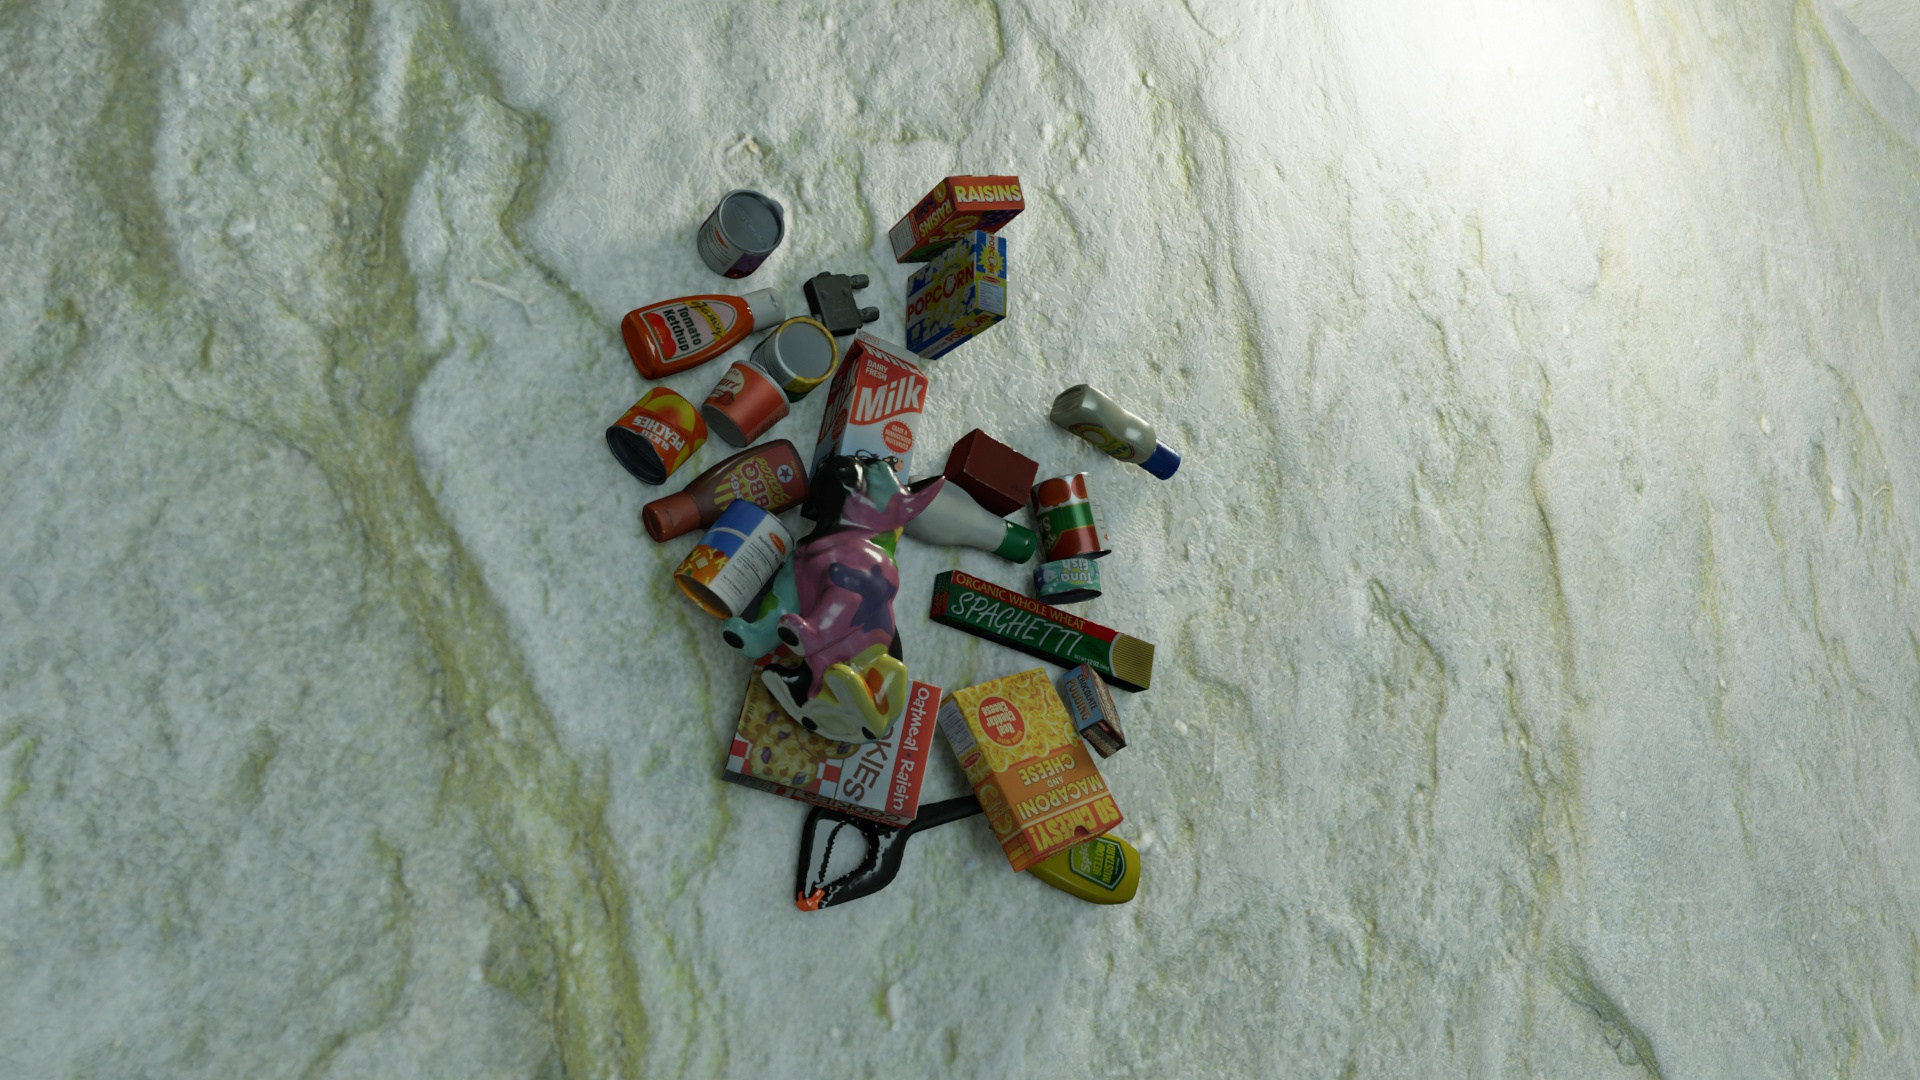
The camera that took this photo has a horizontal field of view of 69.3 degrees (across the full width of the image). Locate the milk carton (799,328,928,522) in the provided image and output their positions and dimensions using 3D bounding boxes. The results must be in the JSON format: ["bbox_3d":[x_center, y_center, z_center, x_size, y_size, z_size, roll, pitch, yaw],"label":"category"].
[{"bbox_3d":[-0.086,-0.106,1.305,0.072,0.073,0.191,22,65,-24],"label":"milk carton"}]

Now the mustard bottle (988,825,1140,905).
[{"bbox_3d":[0.095,0.296,1.307,0.160,0.048,0.065,24,60,-23],"label":"mustard bottle"}]

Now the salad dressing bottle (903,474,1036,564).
[{"bbox_3d":[0.005,-0.017,1.352,0.147,0.044,0.064,22,63,-25],"label":"salad dressing bottle"}]

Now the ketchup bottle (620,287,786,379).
[{"bbox_3d":[-0.230,-0.195,1.264,0.149,0.043,0.064,-25,89,-35],"label":"ketchup bottle"}]

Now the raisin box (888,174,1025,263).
[{"bbox_3d":[-0.004,-0.321,1.390,0.086,0.123,0.040,-10,81,-32],"label":"raisin box"}]

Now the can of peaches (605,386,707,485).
[{"bbox_3d":[-0.260,-0.091,1.197,0.071,0.071,0.058,47,57,-11],"label":"can of peaches"}]

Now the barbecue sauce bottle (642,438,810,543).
[{"bbox_3d":[-0.208,-0.039,1.229,0.149,0.043,0.064,-24,99,-34],"label":"barbecue sauce bottle"}]

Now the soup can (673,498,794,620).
[{"bbox_3d":[-0.193,0.016,1.171,0.071,0.071,0.084,42,64,-14],"label":"soup can"}]

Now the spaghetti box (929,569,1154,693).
[{"bbox_3d":[0.085,0.092,1.375,0.250,0.028,0.050,22,65,-24],"label":"spaghetti box"}]

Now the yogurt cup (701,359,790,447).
[{"bbox_3d":[-0.196,-0.120,1.250,0.072,0.072,0.054,45,66,-12],"label":"yogurt cup"}]

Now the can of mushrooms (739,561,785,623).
[{"bbox_3d":[-0.183,0.046,1.224,0.071,0.033,0.071,9,71,-29],"label":"can of mushrooms"}]

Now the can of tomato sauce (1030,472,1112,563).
[{"bbox_3d":[0.109,-0.020,1.402,0.071,0.071,0.083,-8,79,-33],"label":"can of tomato sauce"}]

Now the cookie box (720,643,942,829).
[{"bbox_3d":[-0.109,0.167,1.202,0.167,0.040,0.123,17,63,-9],"label":"cookie box"}]

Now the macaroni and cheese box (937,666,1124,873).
[{"bbox_3d":[0.063,0.207,1.282,0.124,0.040,0.167,-11,65,-43],"label":"macaroni and cheese box"}]

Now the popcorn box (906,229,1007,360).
[{"bbox_3d":[-0.005,-0.239,1.362,0.038,0.126,0.085,12,70,-32],"label":"popcorn box"}]

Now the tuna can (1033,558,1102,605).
[{"bbox_3d":[0.106,0.041,1.378,0.071,0.071,0.033,2,73,-31],"label":"tuna can"}]

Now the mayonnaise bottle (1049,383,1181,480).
[{"bbox_3d":[0.168,-0.112,1.469,0.148,0.064,0.041,29,66,-25],"label":"mayonnaise bottle"}]

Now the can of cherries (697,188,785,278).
[{"bbox_3d":[-0.203,-0.286,1.298,0.071,0.058,0.071,10,70,-28],"label":"can of cherries"}]

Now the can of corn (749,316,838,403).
[{"bbox_3d":[-0.153,-0.169,1.293,0.071,0.058,0.071,9,71,-29],"label":"can of corn"}]

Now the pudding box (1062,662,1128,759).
[{"bbox_3d":[0.131,0.165,1.349,0.049,0.030,0.084,49,17,-34],"label":"pudding box"}]
